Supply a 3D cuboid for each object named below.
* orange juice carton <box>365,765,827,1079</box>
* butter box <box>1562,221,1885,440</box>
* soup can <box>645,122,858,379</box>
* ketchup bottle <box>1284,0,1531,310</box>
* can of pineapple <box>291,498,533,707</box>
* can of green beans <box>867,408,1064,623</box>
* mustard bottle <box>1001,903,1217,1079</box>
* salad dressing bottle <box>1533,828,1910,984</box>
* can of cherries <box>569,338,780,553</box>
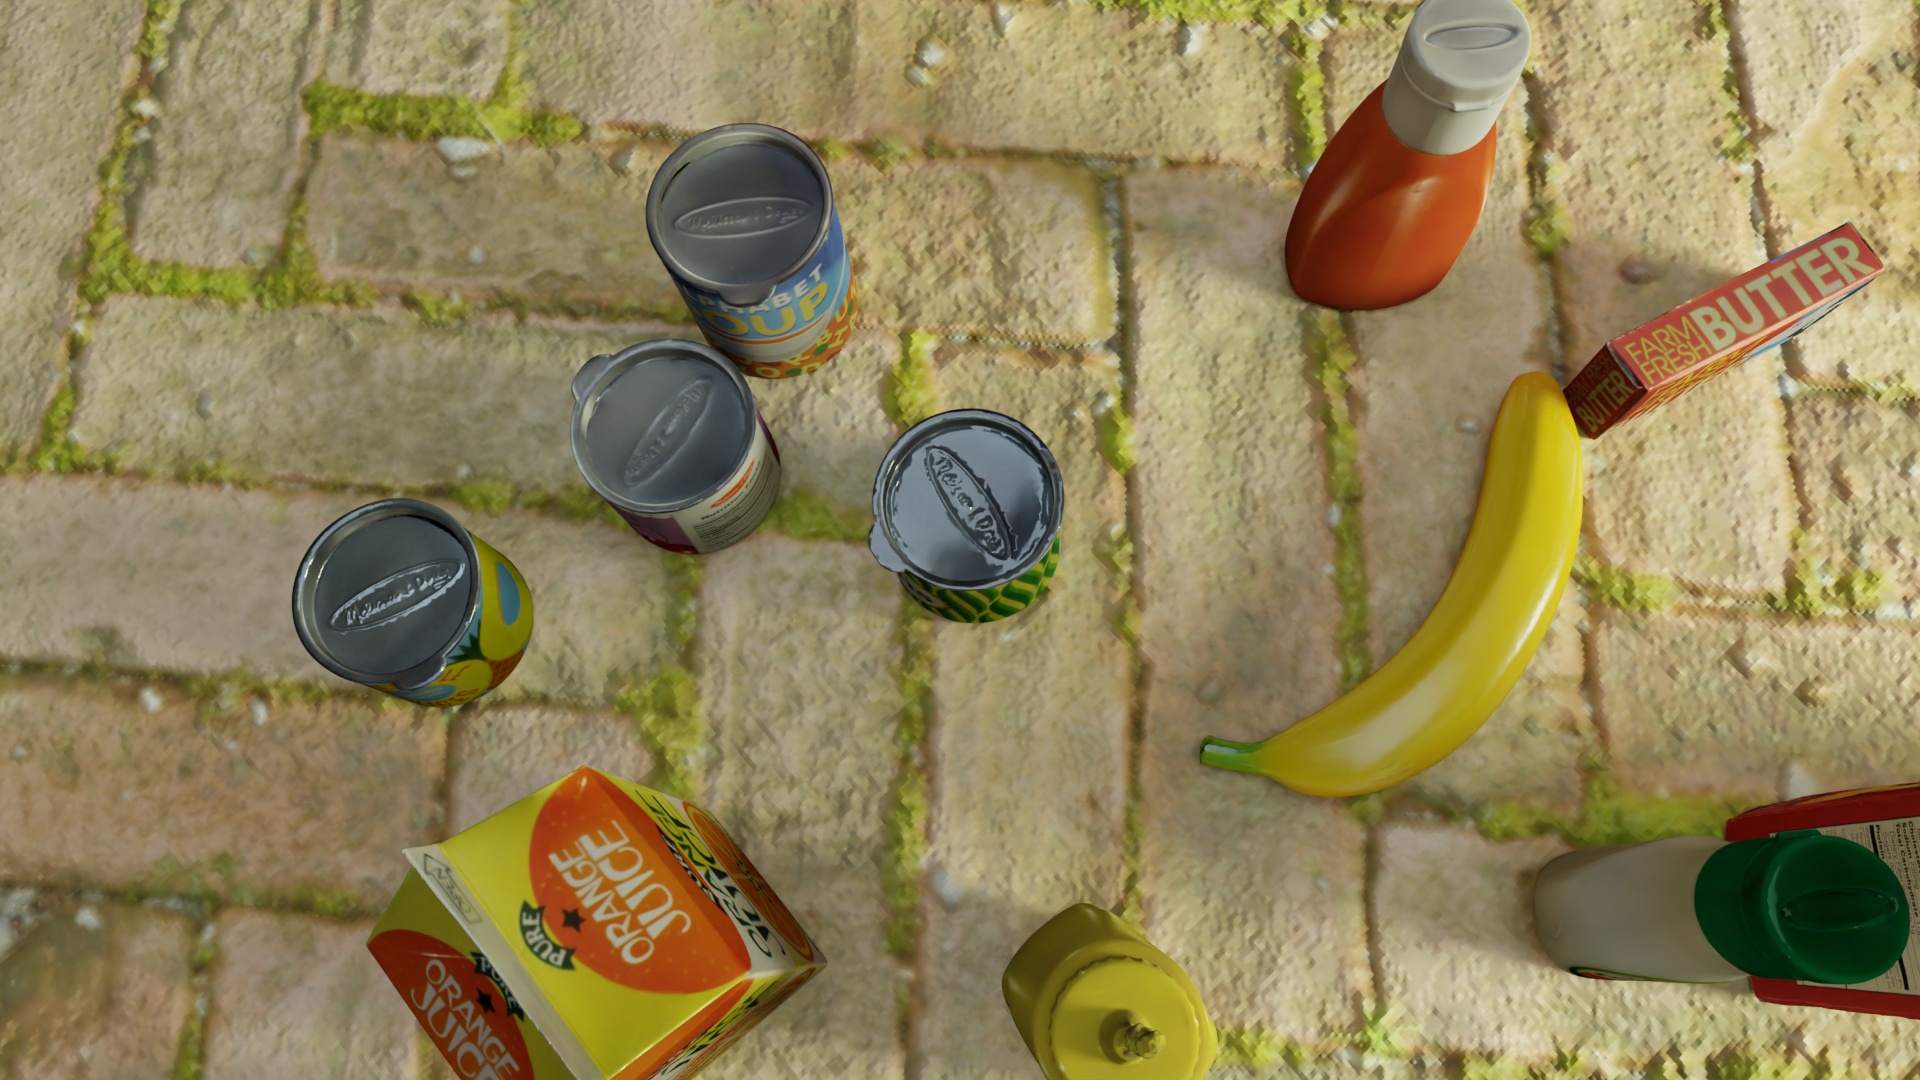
[{"bbox_3d":[-0.100,0.120,0.402,0.073,0.192,0.072,-40,76,-8],"label":"orange juice carton"},{"bbox_3d":[0.279,-0.076,0.513,0.103,0.053,0.024,-26,75,-5],"label":"butter box"},{"bbox_3d":[-0.075,-0.103,0.522,0.071,0.083,0.071,-1,74,3],"label":"soup can"},{"bbox_3d":[0.157,-0.130,0.485,0.065,0.148,0.043,-4,74,2],"label":"ketchup bottle"},{"bbox_3d":[-0.196,0.026,0.504,0.071,0.057,0.071,-1,74,3],"label":"can of pineapple"},{"bbox_3d":[0.004,-0.007,0.504,0.071,0.057,0.071,-1,74,3],"label":"can of green beans"},{"bbox_3d":[0.044,0.140,0.406,0.049,0.160,0.065,-42,77,-9],"label":"mustard bottle"},{"bbox_3d":[0.219,0.110,0.413,0.064,0.147,0.044,-5,74,1],"label":"salad dressing bottle"},{"bbox_3d":[-0.105,-0.035,0.517,0.071,0.058,0.071,-1,74,3],"label":"can of cherries"}]
